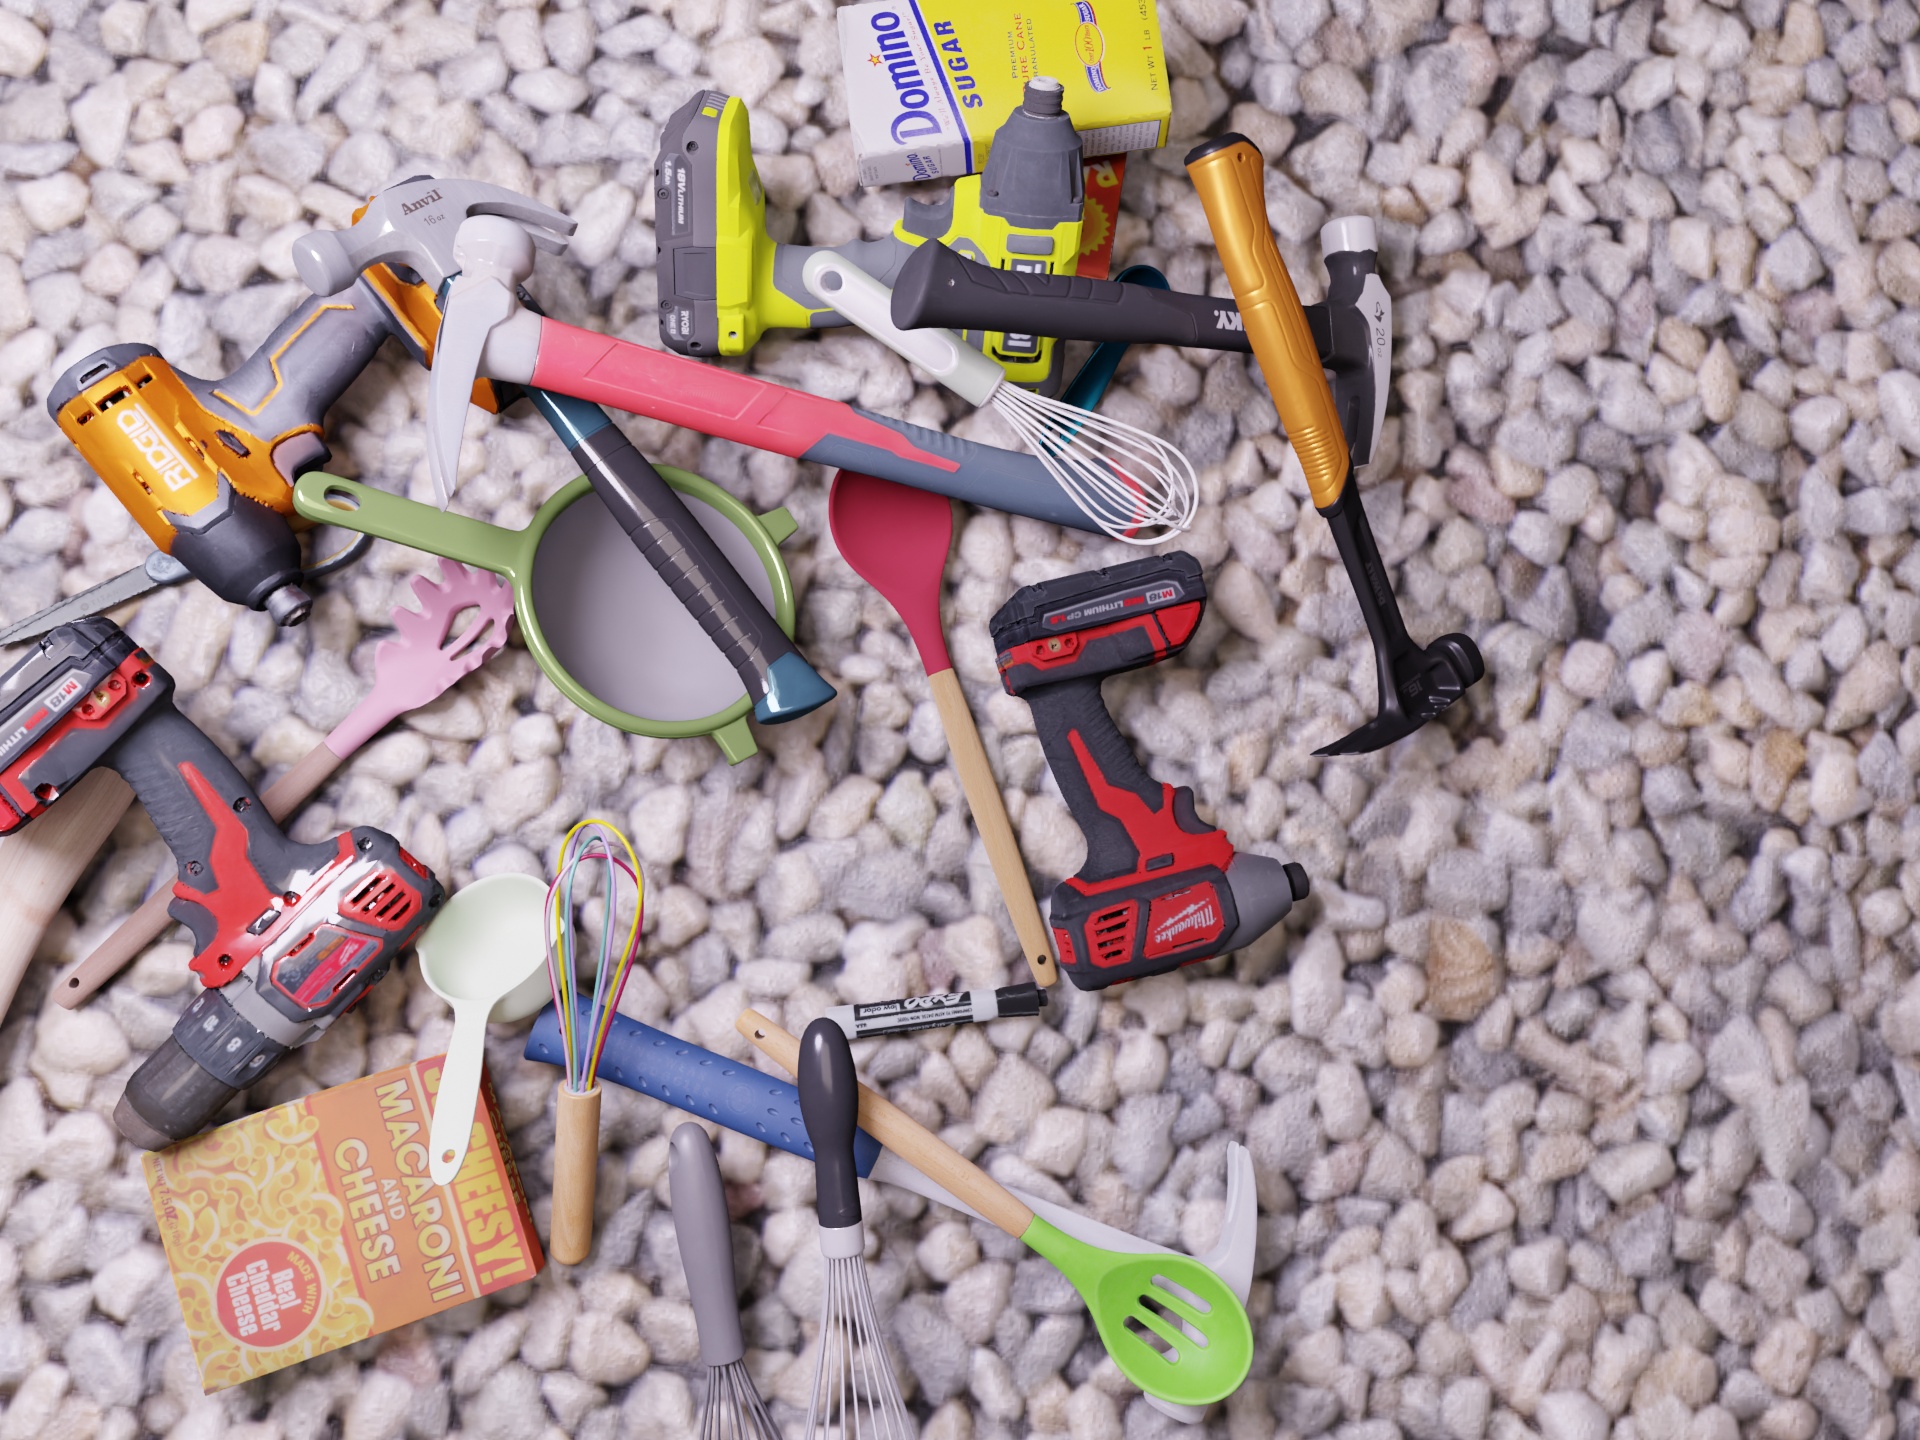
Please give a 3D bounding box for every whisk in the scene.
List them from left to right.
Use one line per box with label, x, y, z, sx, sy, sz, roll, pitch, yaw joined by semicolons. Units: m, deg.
whisk;-0.187;0.165;0.794;0.047;0.051;0.245;7;106;-2
whisk;-0.120;0.322;0.808;0.055;0.055;0.239;-9;90;-8
whisk;-0.055;0.290;0.796;0.070;0.070;0.284;-5;91;-7
whisk;0.023;-0.170;0.837;0.246;0.059;0.057;33;110;-9

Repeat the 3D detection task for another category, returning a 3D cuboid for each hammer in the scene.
hammer;-0.520;0.188;0.788;0.146;0.038;0.411;19;83;0
hammer;-0.179;-0.131;0.806;0.128;0.033;0.331;-41;96;-32
hammer;-0.073;-0.136;0.823;0.386;0.038;0.143;11;71;-25
hammer;-0.032;0.230;0.848;0.405;0.035;0.144;23;81;-3
hammer;0.109;-0.210;0.851;0.334;0.035;0.146;-4;90;-34
hammer;0.188;-0.148;0.860;0.127;0.034;0.336;-30;104;-32

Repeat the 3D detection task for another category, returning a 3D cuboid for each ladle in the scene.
ladle;-0.001;-0.003;0.888;0.069;0.031;0.315;-19;87;-5

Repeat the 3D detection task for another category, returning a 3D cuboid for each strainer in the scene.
strainer;-0.215;-0.070;0.827;0.256;0.069;0.152;17;67;-23

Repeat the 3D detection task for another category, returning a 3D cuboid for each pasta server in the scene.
pasta server;-0.354;0.033;0.838;0.060;0.040;0.316;43;81;13

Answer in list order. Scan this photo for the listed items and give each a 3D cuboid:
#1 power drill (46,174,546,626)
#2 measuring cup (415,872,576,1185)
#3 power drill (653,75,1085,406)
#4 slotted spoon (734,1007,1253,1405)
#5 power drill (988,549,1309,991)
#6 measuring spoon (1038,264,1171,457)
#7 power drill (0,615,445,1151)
power drill;-0.329;-0.164;0.835;0.226;0.084;0.164;-39;89;-15
measuring cup;-0.237;0.157;0.799;0.083;0.038;0.168;-8;53;10
power drill;-0.047;-0.264;0.857;0.223;0.171;0.080;4;37;-3
slotted spoon;0.014;0.243;0.819;0.314;0.031;0.070;35;89;1
power drill;0.103;0.027;0.872;0.143;0.078;0.220;-13;87;-8
measuring spoon;0.078;-0.209;0.930;0.042;0.021;0.128;34;88;-31
power drill;-0.393;0.081;0.770;0.188;0.080;0.226;-47;111;-11
